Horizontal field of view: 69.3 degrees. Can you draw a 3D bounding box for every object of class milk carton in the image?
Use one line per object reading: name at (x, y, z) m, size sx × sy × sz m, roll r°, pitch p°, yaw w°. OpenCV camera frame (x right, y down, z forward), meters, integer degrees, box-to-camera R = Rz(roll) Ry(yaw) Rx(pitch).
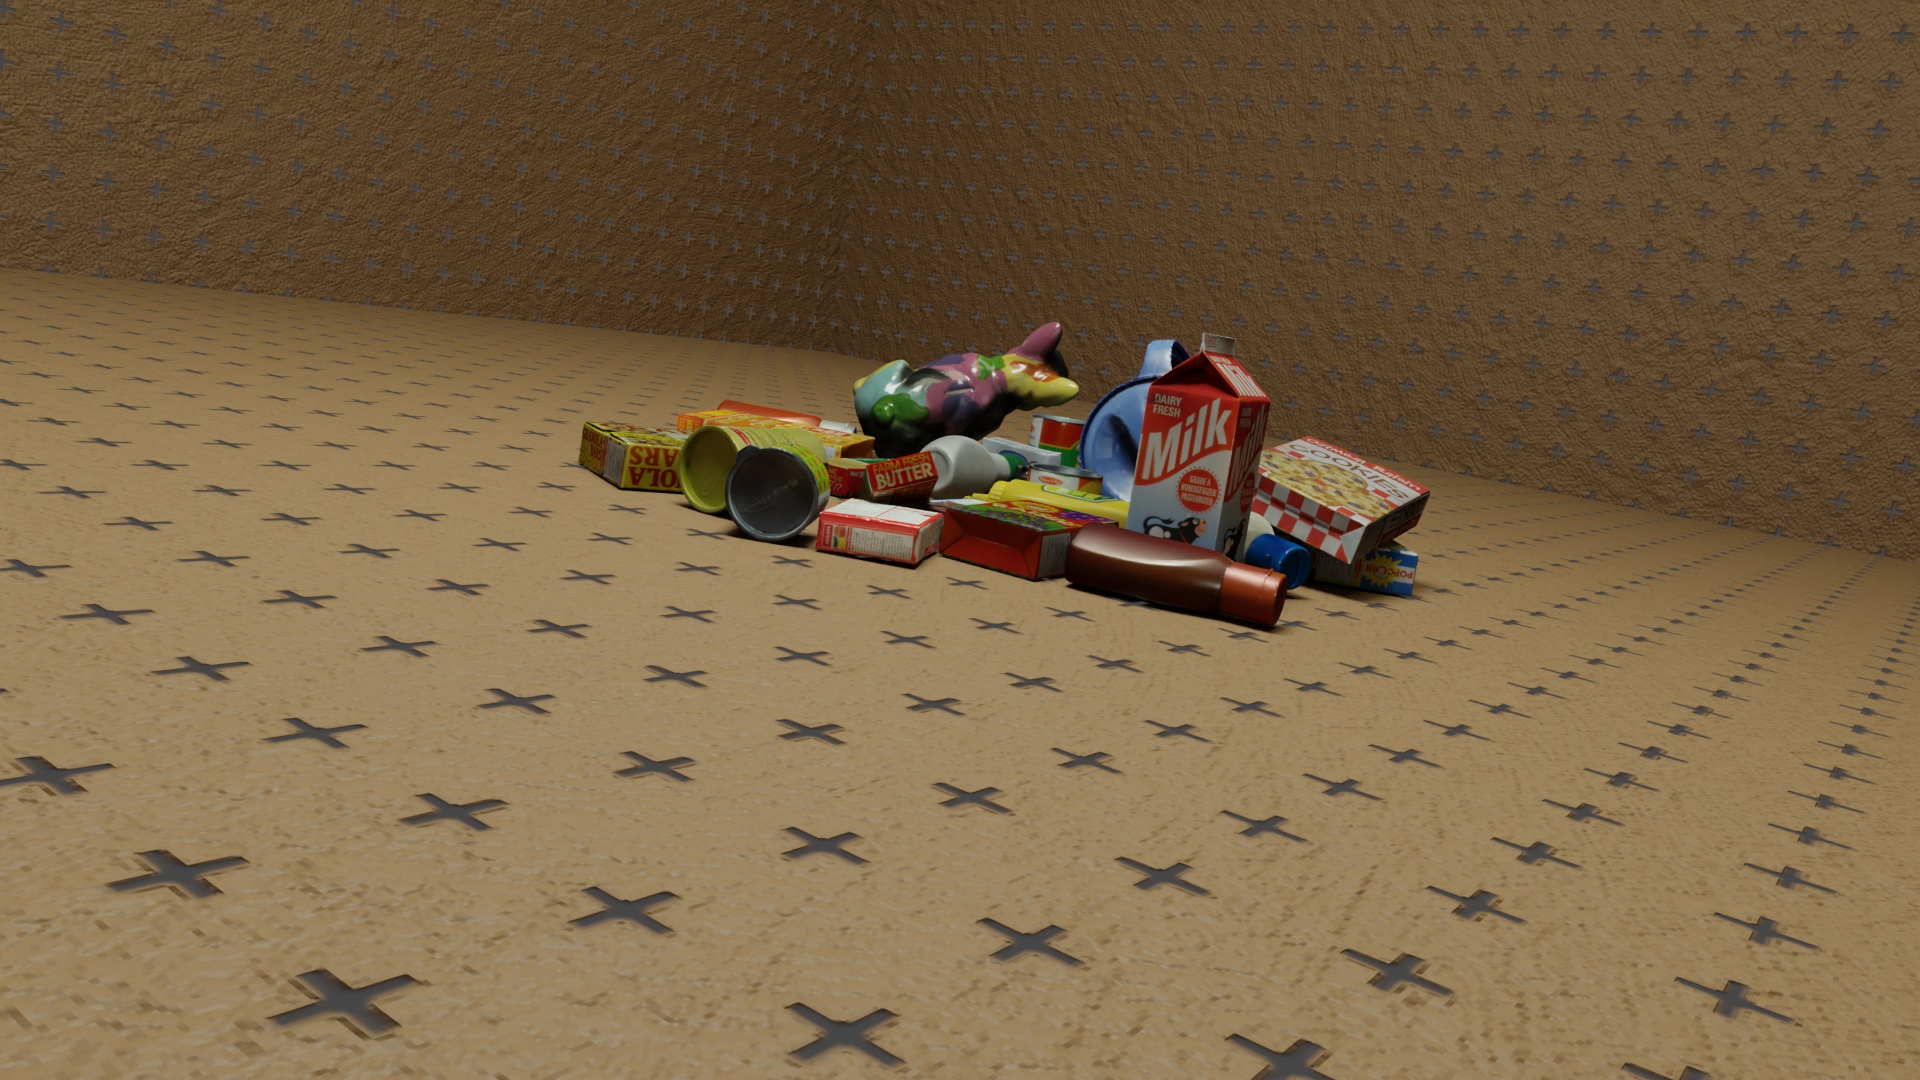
milk carton at (0.176, -0.057, 1.030) m, size 0.073 × 0.190 × 0.072 m, roll 13°, pitch 10°, yaw 28°

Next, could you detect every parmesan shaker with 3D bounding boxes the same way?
parmesan shaker at (-0.158, -0.053, 1.084) m, size 0.071 × 0.071 × 0.103 m, roll 15°, pitch 10°, yaw 33°

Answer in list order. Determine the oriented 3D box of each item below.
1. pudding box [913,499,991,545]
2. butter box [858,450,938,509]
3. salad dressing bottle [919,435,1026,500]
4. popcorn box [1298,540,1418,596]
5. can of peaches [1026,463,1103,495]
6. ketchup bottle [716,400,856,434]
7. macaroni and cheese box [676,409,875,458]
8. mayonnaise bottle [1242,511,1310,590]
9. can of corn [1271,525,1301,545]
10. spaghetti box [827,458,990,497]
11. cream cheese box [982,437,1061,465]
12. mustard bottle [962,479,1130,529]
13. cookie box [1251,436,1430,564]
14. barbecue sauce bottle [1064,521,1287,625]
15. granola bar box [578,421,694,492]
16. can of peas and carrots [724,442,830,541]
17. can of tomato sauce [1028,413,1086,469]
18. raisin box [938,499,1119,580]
pudding box at (0.004, -0.014, 1.100) m, size 0.050 × 0.030 × 0.084 m, roll 16°, pitch 12°, yaw 32°
butter box at (-0.049, -0.041, 1.081) m, size 0.053 × 0.024 × 0.103 m, roll -13°, pitch -10°, yaw -10°
salad dressing bottle at (0.014, -0.066, 1.326) m, size 0.044 × 0.064 × 0.148 m, roll 11°, pitch 6°, yaw 31°
popcorn box at (0.344, 0.014, 1.231) m, size 0.085 × 0.038 × 0.127 m, roll 10°, pitch 9°, yaw 1°
can of peaches at (0.089, -0.034, 1.215) m, size 0.071 × 0.058 × 0.071 m, roll 8°, pitch 8°, yaw -1°
ketchup bottle at (-0.189, -0.120, 1.510) m, size 0.149 × 0.043 × 0.065 m, roll 10°, pitch 10°, yaw 4°
macaroni and cheese box at (-0.182, -0.095, 1.379) m, size 0.166 × 0.040 × 0.124 m, roll 11°, pitch 10°, yaw 10°
mayonnaise bottle at (0.220, 0.001, 1.131) m, size 0.041 × 0.064 × 0.148 m, roll -7°, pitch 20°, yaw -31°
can of corn at (0.274, -0.016, 1.255) m, size 0.058 × 0.071 × 0.071 m, roll 8°, pitch 9°, yaw 0°
spaghetti box at (-0.045, -0.061, 1.338) m, size 0.050 × 0.028 × 0.251 m, roll 17°, pitch 12°, yaw 36°
cream cheese box at (0.061, -0.073, 1.434) m, size 0.024 × 0.053 × 0.104 m, roll -1°, pitch 13°, yaw -40°
mustard bottle at (0.072, -0.021, 1.152) m, size 0.160 × 0.048 × 0.065 m, roll 13°, pitch 8°, yaw 23°
cookie box at (0.317, -0.040, 1.194) m, size 0.123 × 0.040 × 0.168 m, roll 30°, pitch 27°, yaw 27°
barbecue sauce bottle at (0.152, 0.024, 0.972) m, size 0.148 × 0.043 × 0.065 m, roll 14°, pitch 21°, yaw 24°
granola bar box at (-0.225, -0.068, 1.182) m, size 0.166 × 0.039 × 0.124 m, roll 3°, pitch 11°, yaw -32°
can of peas and carrots at (-0.131, -0.038, 0.993) m, size 0.071 × 0.071 × 0.059 m, roll 9°, pitch 8°, yaw 2°
can of tomato sauce at (0.105, -0.088, 1.478) m, size 0.071 × 0.083 × 0.071 m, roll 9°, pitch 9°, yaw -1°
raisin box at (0.054, -0.002, 1.050) m, size 0.086 × 0.040 × 0.124 m, roll 14°, pitch 12°, yaw 31°
